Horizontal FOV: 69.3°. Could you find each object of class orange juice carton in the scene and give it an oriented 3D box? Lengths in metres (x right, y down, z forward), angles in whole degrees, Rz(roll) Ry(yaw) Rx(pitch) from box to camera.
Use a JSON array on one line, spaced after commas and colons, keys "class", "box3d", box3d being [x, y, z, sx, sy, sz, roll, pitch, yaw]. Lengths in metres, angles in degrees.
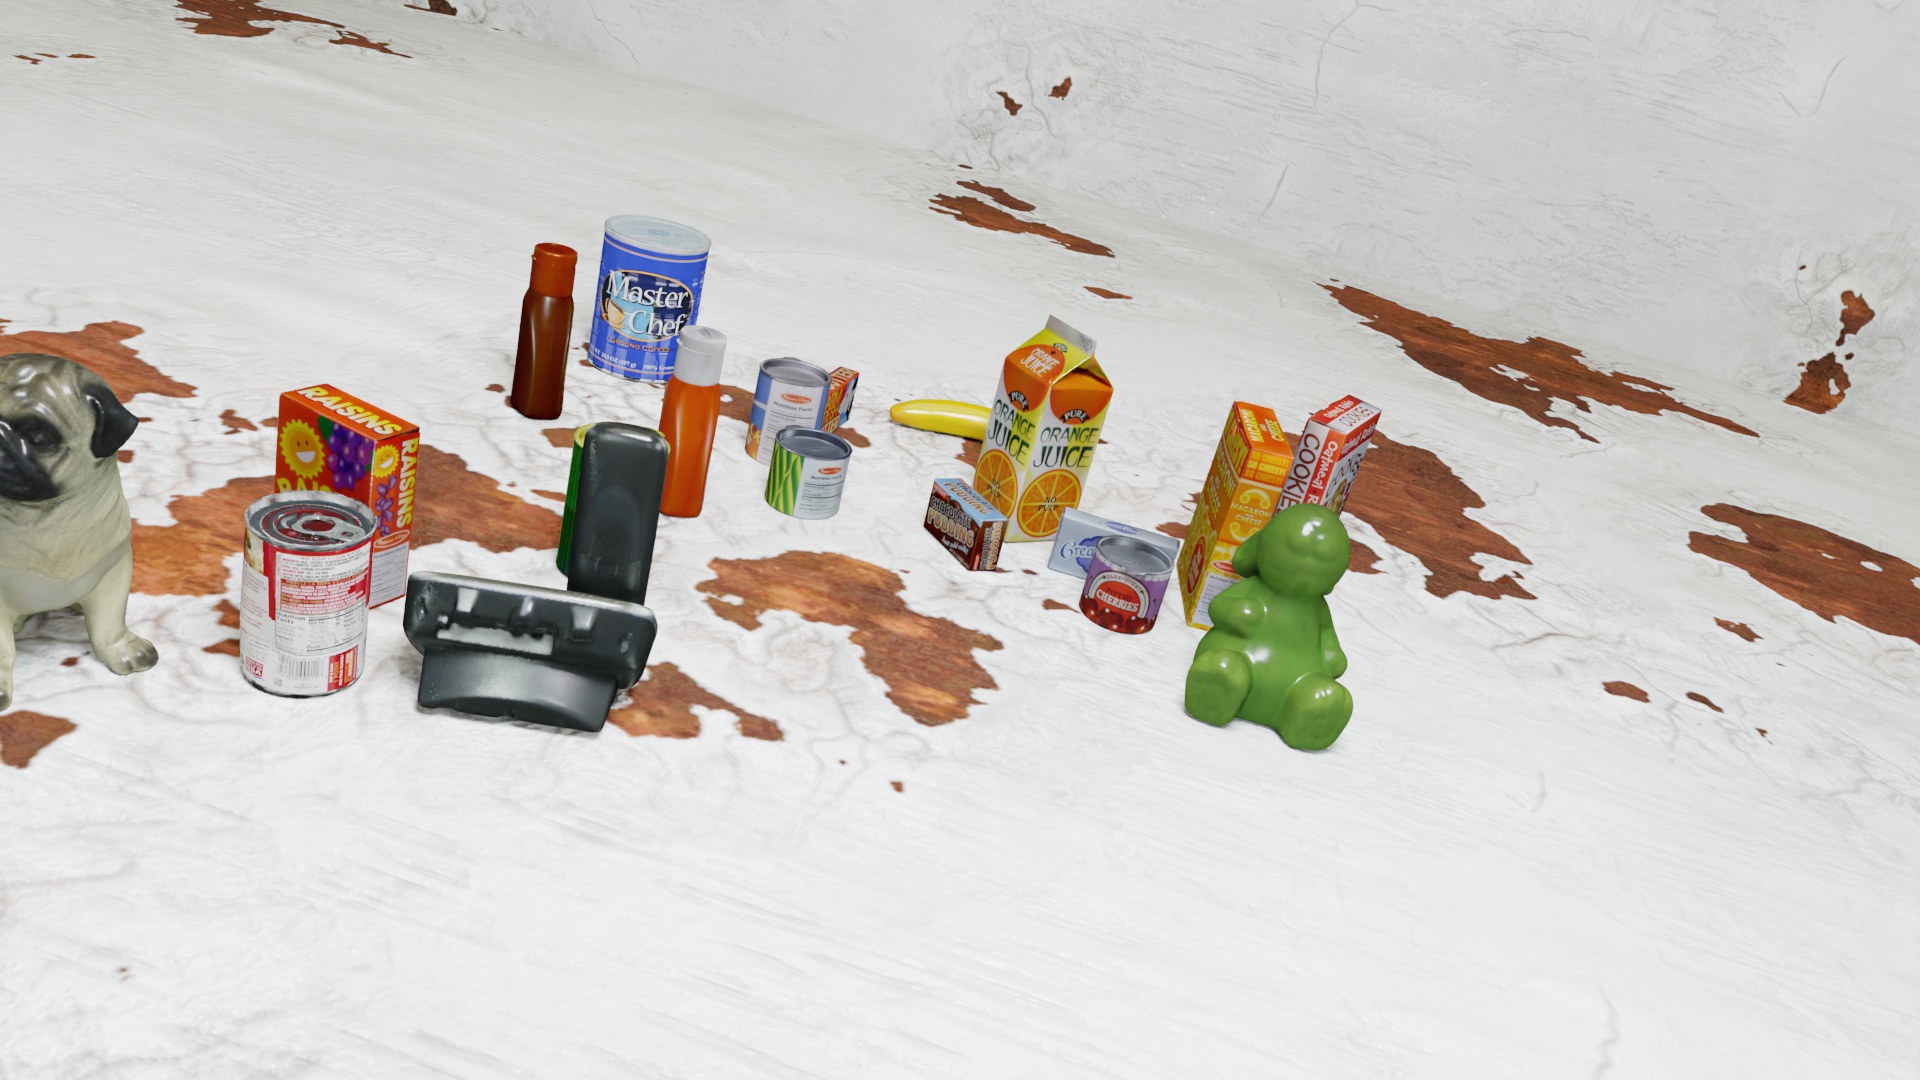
[{"class": "orange juice carton", "box3d": [0.074, -0.099, 1.228, 0.073, 0.191, 0.072, -2, 29, -34]}]

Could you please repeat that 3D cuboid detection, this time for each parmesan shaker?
[{"class": "parmesan shaker", "box3d": [-0.247, -0.025, 0.994, 0.071, 0.102, 0.071, 13, 24, -6]}]

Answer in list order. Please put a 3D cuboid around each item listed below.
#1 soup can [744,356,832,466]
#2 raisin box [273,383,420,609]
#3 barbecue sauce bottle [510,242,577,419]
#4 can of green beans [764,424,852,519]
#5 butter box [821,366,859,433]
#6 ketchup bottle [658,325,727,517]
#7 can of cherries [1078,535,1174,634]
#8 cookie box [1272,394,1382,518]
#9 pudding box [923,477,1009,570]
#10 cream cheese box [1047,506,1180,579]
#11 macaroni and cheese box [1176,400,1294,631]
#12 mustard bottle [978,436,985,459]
[{"class": "soup can", "box3d": [-0.157, -0.117, 1.266, 0.071, 0.083, 0.071, 12, 24, -6]}, {"class": "raisin box", "box3d": [-0.395, -0.028, 0.891, 0.086, 0.122, 0.040, 24, 25, 20]}, {"class": "barbecue sauce bottle", "box3d": [-0.363, -0.184, 1.214, 0.044, 0.147, 0.065, 1, 27, -29]}, {"class": "can of green beans", "box3d": [-0.130, -0.058, 1.186, 0.071, 0.057, 0.071, 12, 24, -6]}, {"class": "butter box", "box3d": [-0.131, -0.131, 1.349, 0.024, 0.053, 0.104, 20, 24, 10]}, {"class": "ketchup bottle", "box3d": [-0.217, -0.096, 1.108, 0.043, 0.148, 0.065, 2, 27, -26]}, {"class": "can of cherries", "box3d": [0.134, 0.037, 1.134, 0.071, 0.058, 0.072, 12, 24, -6]}, {"class": "cookie box", "box3d": [0.328, -0.043, 1.285, 0.040, 0.166, 0.123, 25, 26, 22]}, {"class": "pudding box", "box3d": [0.004, -0.015, 1.181, 0.030, 0.049, 0.084, -2, 29, -33]}, {"class": "cream cheese box", "box3d": [0.131, 0.012, 1.192, 0.104, 0.053, 0.024, 17, 24, 4]}, {"class": "macaroni and cheese box", "box3d": [0.230, -0.021, 1.183, 0.040, 0.165, 0.124, 14, 24, -2]}, {"class": "mustard bottle", "box3d": [0.062, -0.124, 1.315, 0.049, 0.159, 0.065, 31, 28, 32]}]
